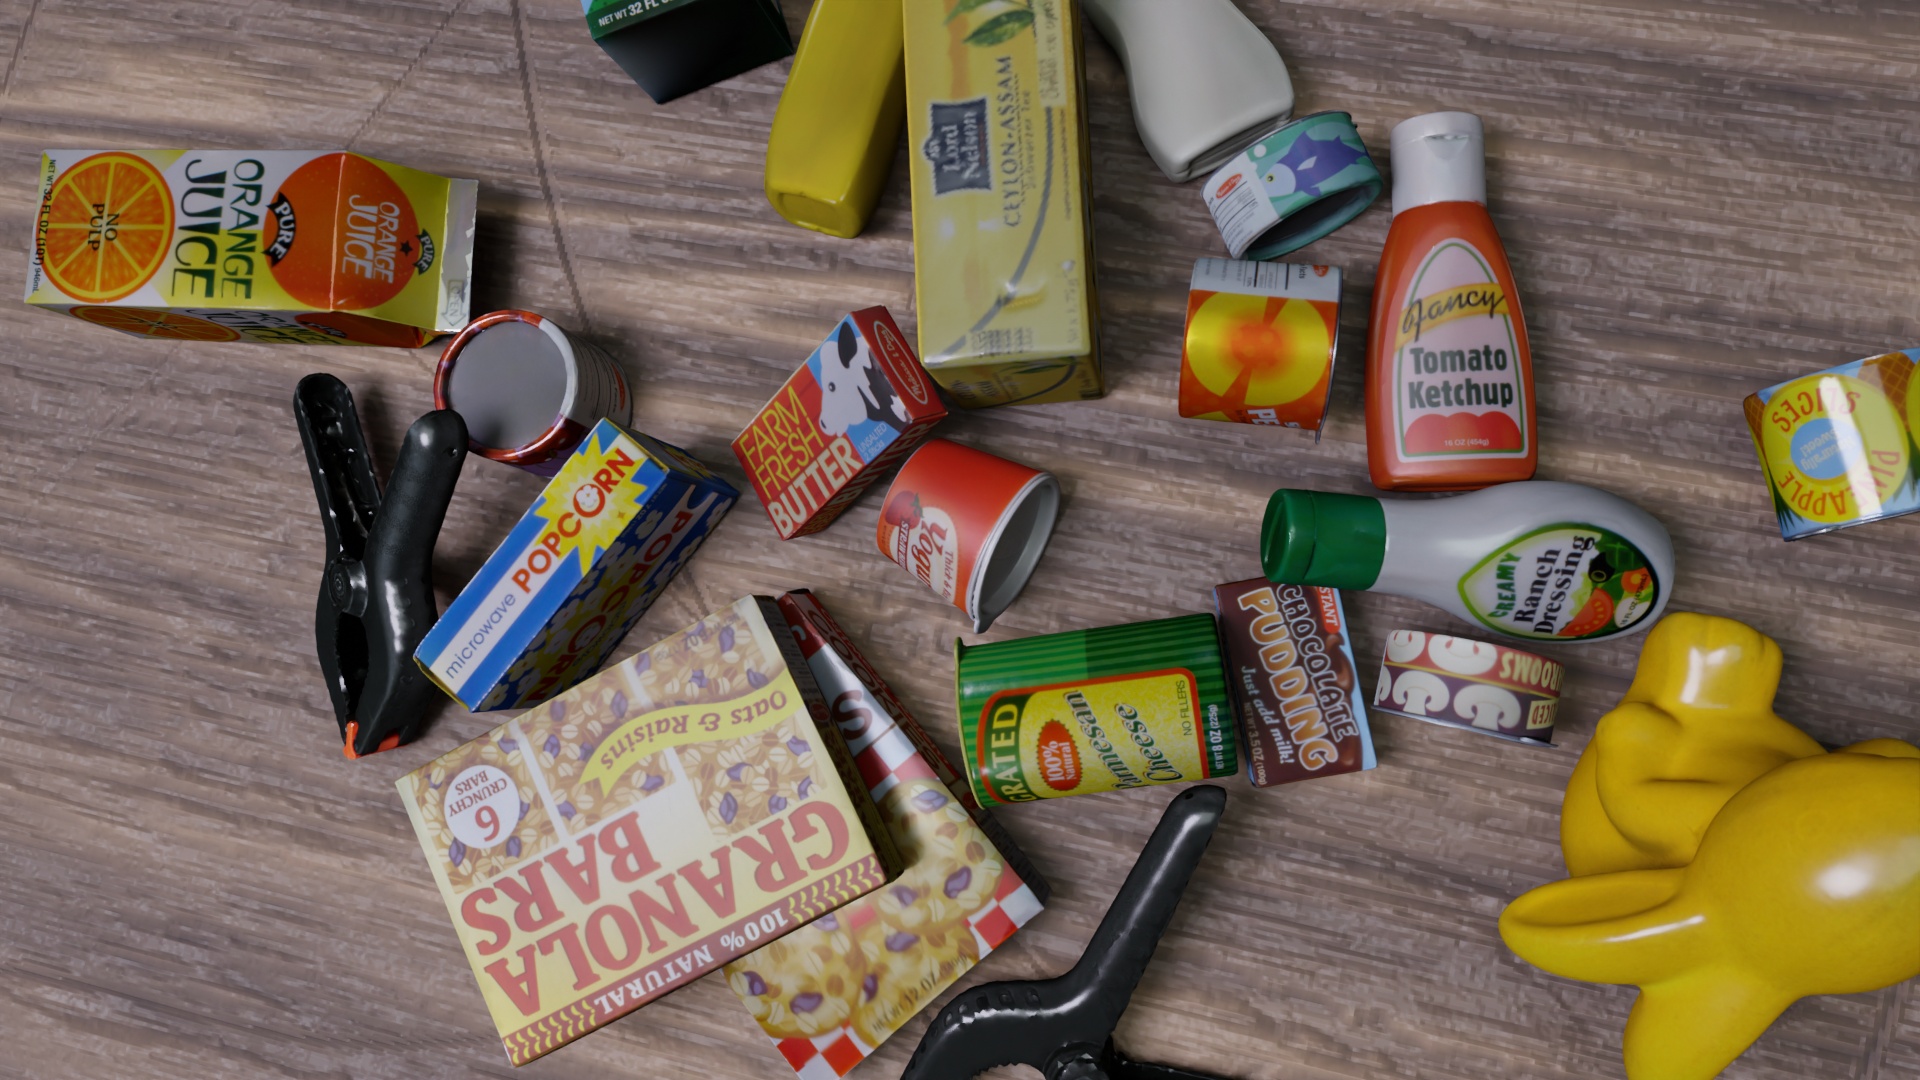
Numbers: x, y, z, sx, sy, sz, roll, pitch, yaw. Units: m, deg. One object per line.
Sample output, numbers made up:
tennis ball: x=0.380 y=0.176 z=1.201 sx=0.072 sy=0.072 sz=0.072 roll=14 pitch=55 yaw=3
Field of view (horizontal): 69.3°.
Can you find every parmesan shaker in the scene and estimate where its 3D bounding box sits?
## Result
parmesan shaker: x=0.054 y=0.065 z=0.553 sx=0.103 sy=0.071 sz=0.071 roll=-9 pitch=84 yaw=9

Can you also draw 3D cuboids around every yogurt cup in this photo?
yogurt cup: x=0.002 y=-0.007 z=0.573 sx=0.054 sy=0.072 sz=0.072 roll=27 pitch=90 yaw=19

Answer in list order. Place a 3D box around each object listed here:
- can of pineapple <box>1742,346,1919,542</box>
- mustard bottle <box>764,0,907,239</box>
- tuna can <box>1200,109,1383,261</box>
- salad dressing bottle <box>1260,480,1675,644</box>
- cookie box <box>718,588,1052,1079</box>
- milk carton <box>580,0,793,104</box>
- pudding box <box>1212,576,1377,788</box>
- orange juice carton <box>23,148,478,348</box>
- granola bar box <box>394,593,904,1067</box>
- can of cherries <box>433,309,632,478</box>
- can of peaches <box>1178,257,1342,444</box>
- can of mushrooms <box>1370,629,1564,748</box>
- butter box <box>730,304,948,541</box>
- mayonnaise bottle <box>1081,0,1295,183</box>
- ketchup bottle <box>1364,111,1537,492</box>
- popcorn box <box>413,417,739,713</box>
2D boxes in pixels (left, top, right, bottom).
can of pineapple: x=0.334 y=-0.035 z=0.517 sx=0.071 sy=0.071 sz=0.058 roll=-14 pitch=82 yaw=8
mustard bottle: x=-0.042 y=-0.214 z=0.602 sx=0.049 sy=0.065 sz=0.160 roll=15 pitch=81 yaw=5
tuna can: x=0.136 y=-0.142 z=0.562 sx=0.071 sy=0.071 sz=0.033 roll=-25 pitch=82 yaw=7
salad dressing bottle: x=0.191 y=0.005 z=0.531 sx=0.148 sy=0.044 sz=0.064 roll=5 pitch=122 yaw=-4
cookie box: x=-0.062 y=0.122 z=0.582 sx=0.123 sy=0.040 sz=0.167 roll=-41 pitch=81 yaw=4
milk carton: x=-0.142 y=-0.304 z=0.619 sx=0.072 sy=0.073 sz=0.190 roll=-18 pitch=82 yaw=8
pudding box: x=0.134 y=0.055 z=0.561 sx=0.049 sy=0.030 sz=0.084 roll=-11 pitch=83 yaw=7
orange juice carton: x=-0.310 y=-0.131 z=0.630 sx=0.193 sy=0.073 sz=0.072 roll=3 pitch=85 yaw=9
granola bar box: x=-0.123 y=0.113 z=0.551 sx=0.165 sy=0.039 sz=0.124 roll=-28 pitch=81 yaw=6
can of cherries: x=-0.189 y=-0.062 z=0.611 sx=0.071 sy=0.058 sz=0.071 roll=-1 pitch=85 yaw=9
can of peaches: x=0.119 y=-0.077 z=0.558 sx=0.058 sy=0.071 sz=0.071 roll=7 pitch=86 yaw=10
can of mushrooms: x=0.196 y=0.057 z=0.531 sx=0.071 sy=0.071 sz=0.033 roll=12 pitch=86 yaw=10
butter box: x=-0.053 y=-0.047 z=0.577 sx=0.103 sy=0.024 sz=0.053 roll=-40 pitch=76 yaw=42
mayonnaise bottle: x=0.083 y=-0.230 z=0.592 sx=0.065 sy=0.041 sz=0.148 roll=-26 pitch=80 yaw=5
ketchup bottle: x=0.194 y=-0.095 z=0.559 sx=0.065 sy=0.043 sz=0.149 roll=-1 pitch=84 yaw=5
popcorn box: x=-0.159 y=0.013 z=0.585 sx=0.038 sy=0.085 sz=0.126 roll=40 pitch=92 yaw=11
